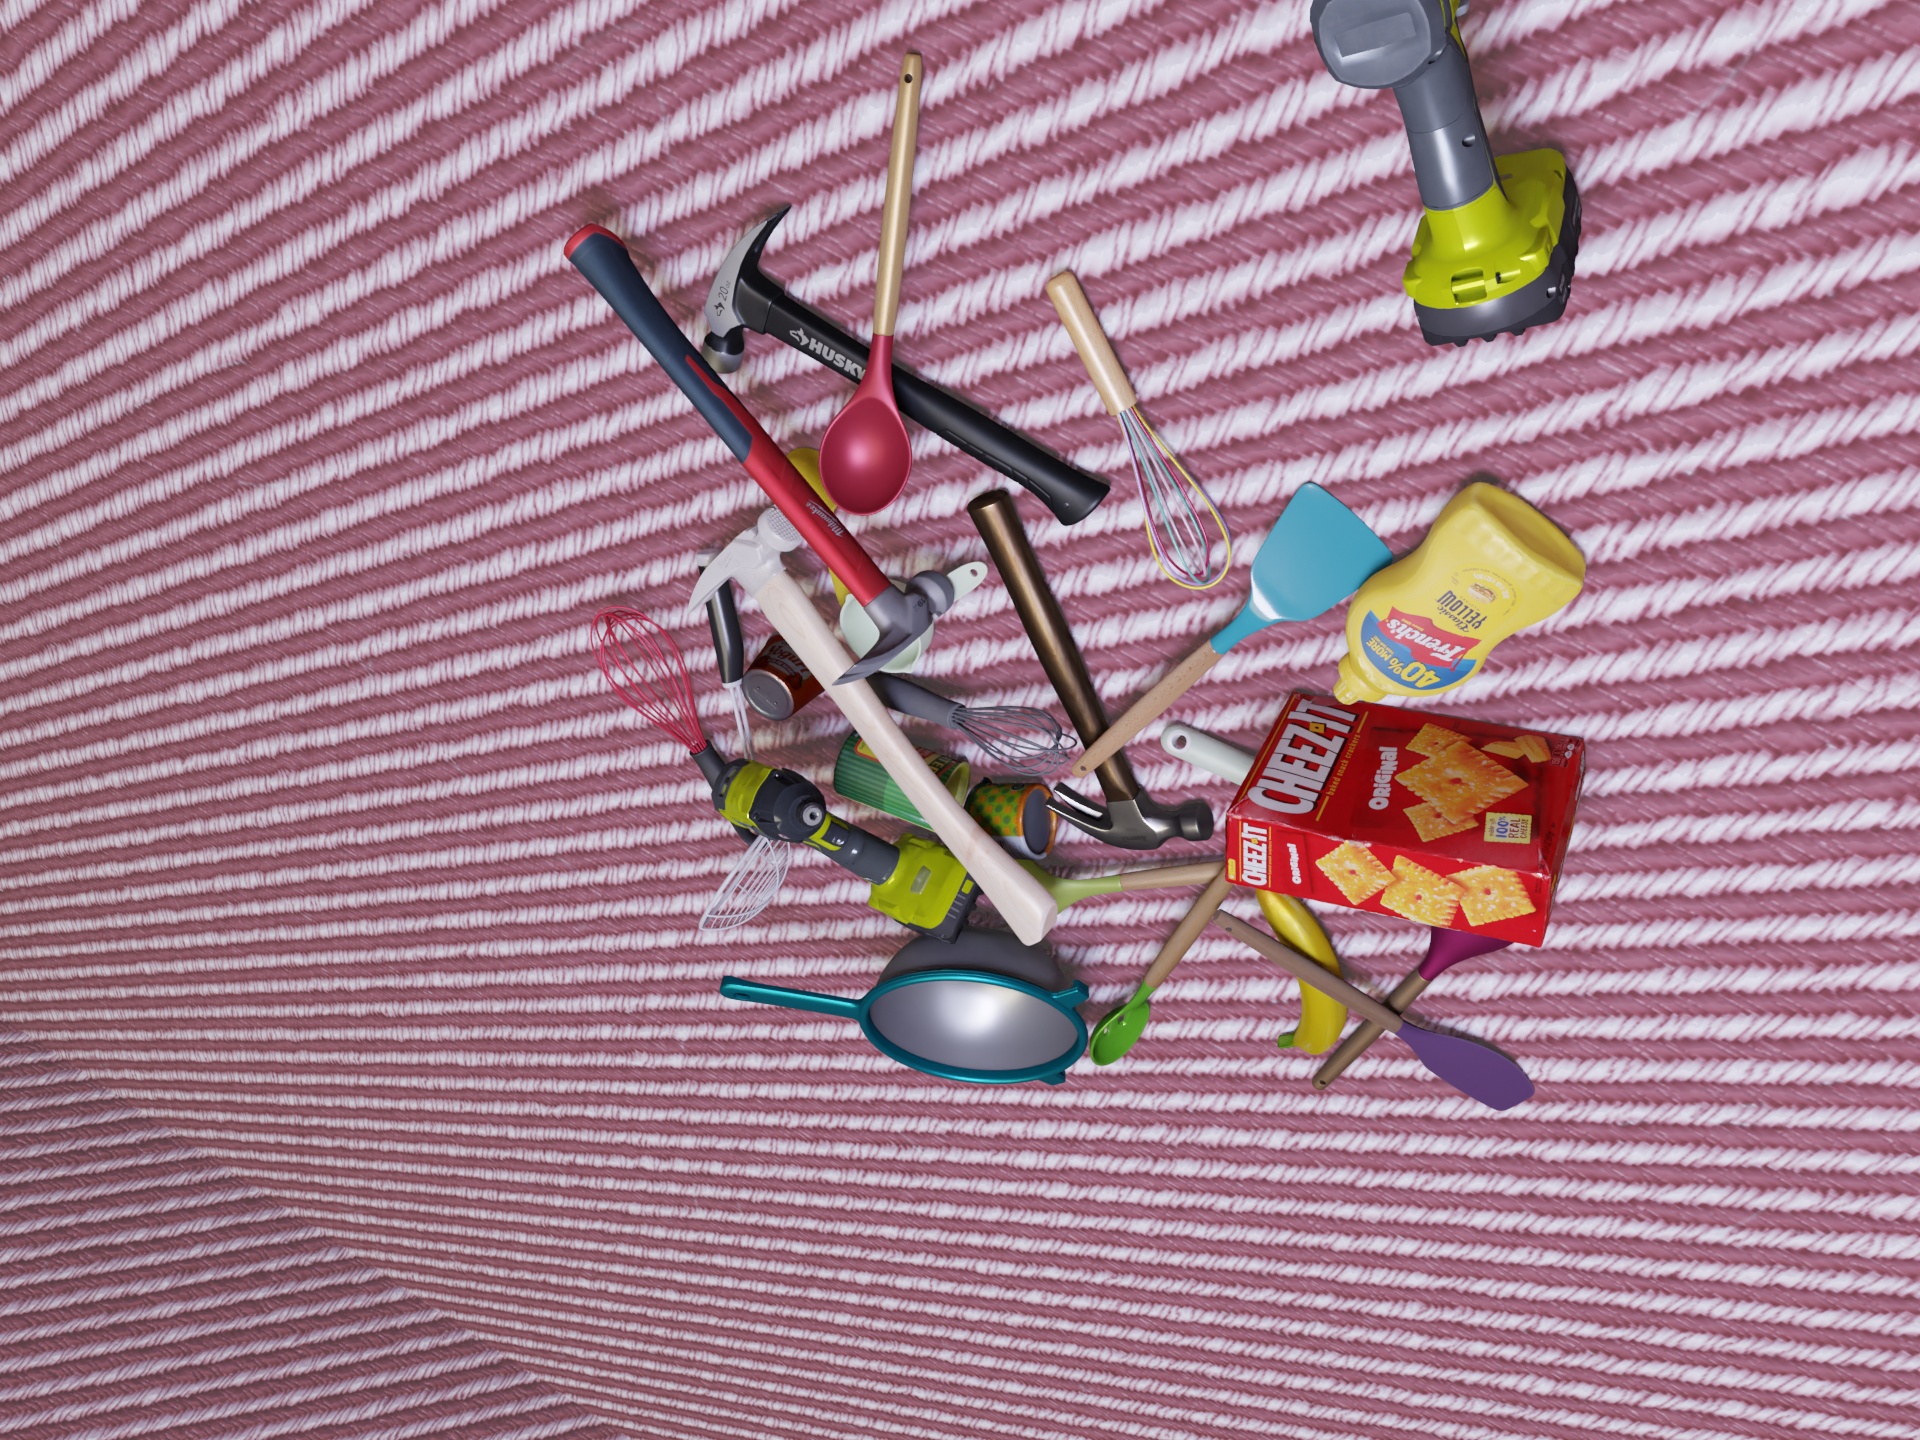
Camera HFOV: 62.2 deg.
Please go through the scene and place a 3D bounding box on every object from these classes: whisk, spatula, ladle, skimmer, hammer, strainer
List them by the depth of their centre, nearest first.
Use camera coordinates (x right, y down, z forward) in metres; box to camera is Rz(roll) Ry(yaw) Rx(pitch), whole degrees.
[{"bbox_3d":[-0.052,-0.294,1.103,0.069,0.031,0.315,12,118,5],"label":"ladle"},{"bbox_3d":[0.120,-0.196,1.106,0.047,0.051,0.244,-13,114,45],"label":"whisk"},{"bbox_3d":[-0.038,-0.245,1.169,0.335,0.035,0.146,32,136,6],"label":"hammer"},{"bbox_3d":[-0.165,-0.201,1.174,0.386,0.143,0.038,50,132,-5],"label":"hammer"},{"bbox_3d":[0.179,-0.045,1.176,0.082,0.044,0.317,40,133,-5],"label":"spatula"},{"bbox_3d":[0.266,0.059,1.219,0.246,0.059,0.058,25,97,18],"label":"whisk"},{"bbox_3d":[0.085,-0.032,1.265,0.130,0.031,0.331,-9,119,36],"label":"hammer"},{"bbox_3d":[0.337,0.235,1.296,0.315,0.018,0.059,31,133,-10],"label":"spatula"},{"bbox_3d":[-0.001,-0.005,1.305,0.239,0.055,0.055,20,135,40],"label":"whisk"},{"bbox_3d":[-0.065,0.020,1.314,0.410,0.038,0.146,52,134,-3],"label":"hammer"},{"bbox_3d":[0.165,0.126,1.344,0.320,0.062,0.078,-10,122,29],"label":"ladle"},{"bbox_3d":[-0.222,0.022,1.445,0.090,0.127,0.363,-1,113,18],"label":"skimmer"},{"bbox_3d":[-0.048,0.241,1.477,0.340,0.095,0.210,8,143,2],"label":"strainer"},{"bbox_3d":[-0.256,0.011,1.498,0.073,0.073,0.295,-6,127,35],"label":"whisk"}]

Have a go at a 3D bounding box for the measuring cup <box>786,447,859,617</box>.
[{"bbox_3d":[-0.113,-0.146,1.298,0.062,0.029,0.156,3,124,30],"label":"measuring cup"}]

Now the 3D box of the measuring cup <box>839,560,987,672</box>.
[{"bbox_3d":[-0.029,-0.097,1.280,0.167,0.038,0.083,-29,106,42],"label":"measuring cup"}]

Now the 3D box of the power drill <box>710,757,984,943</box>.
[{"bbox_3d":[-0.092,0.108,1.372,0.223,0.080,0.171,31,170,-26],"label":"power drill"}]

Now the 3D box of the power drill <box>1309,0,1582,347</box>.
[{"bbox_3d":[0.258,-0.333,0.831,0.080,0.191,0.228,-5,136,34],"label":"power drill"}]

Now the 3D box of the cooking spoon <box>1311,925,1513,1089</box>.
[{"bbox_3d":[0.367,0.221,1.300,0.069,0.017,0.318,33,135,7],"label":"cooking spoon"}]

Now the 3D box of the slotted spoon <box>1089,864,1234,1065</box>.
[{"bbox_3d":[0.177,0.211,1.374,0.031,0.070,0.313,54,144,25],"label":"slotted spoon"}]
